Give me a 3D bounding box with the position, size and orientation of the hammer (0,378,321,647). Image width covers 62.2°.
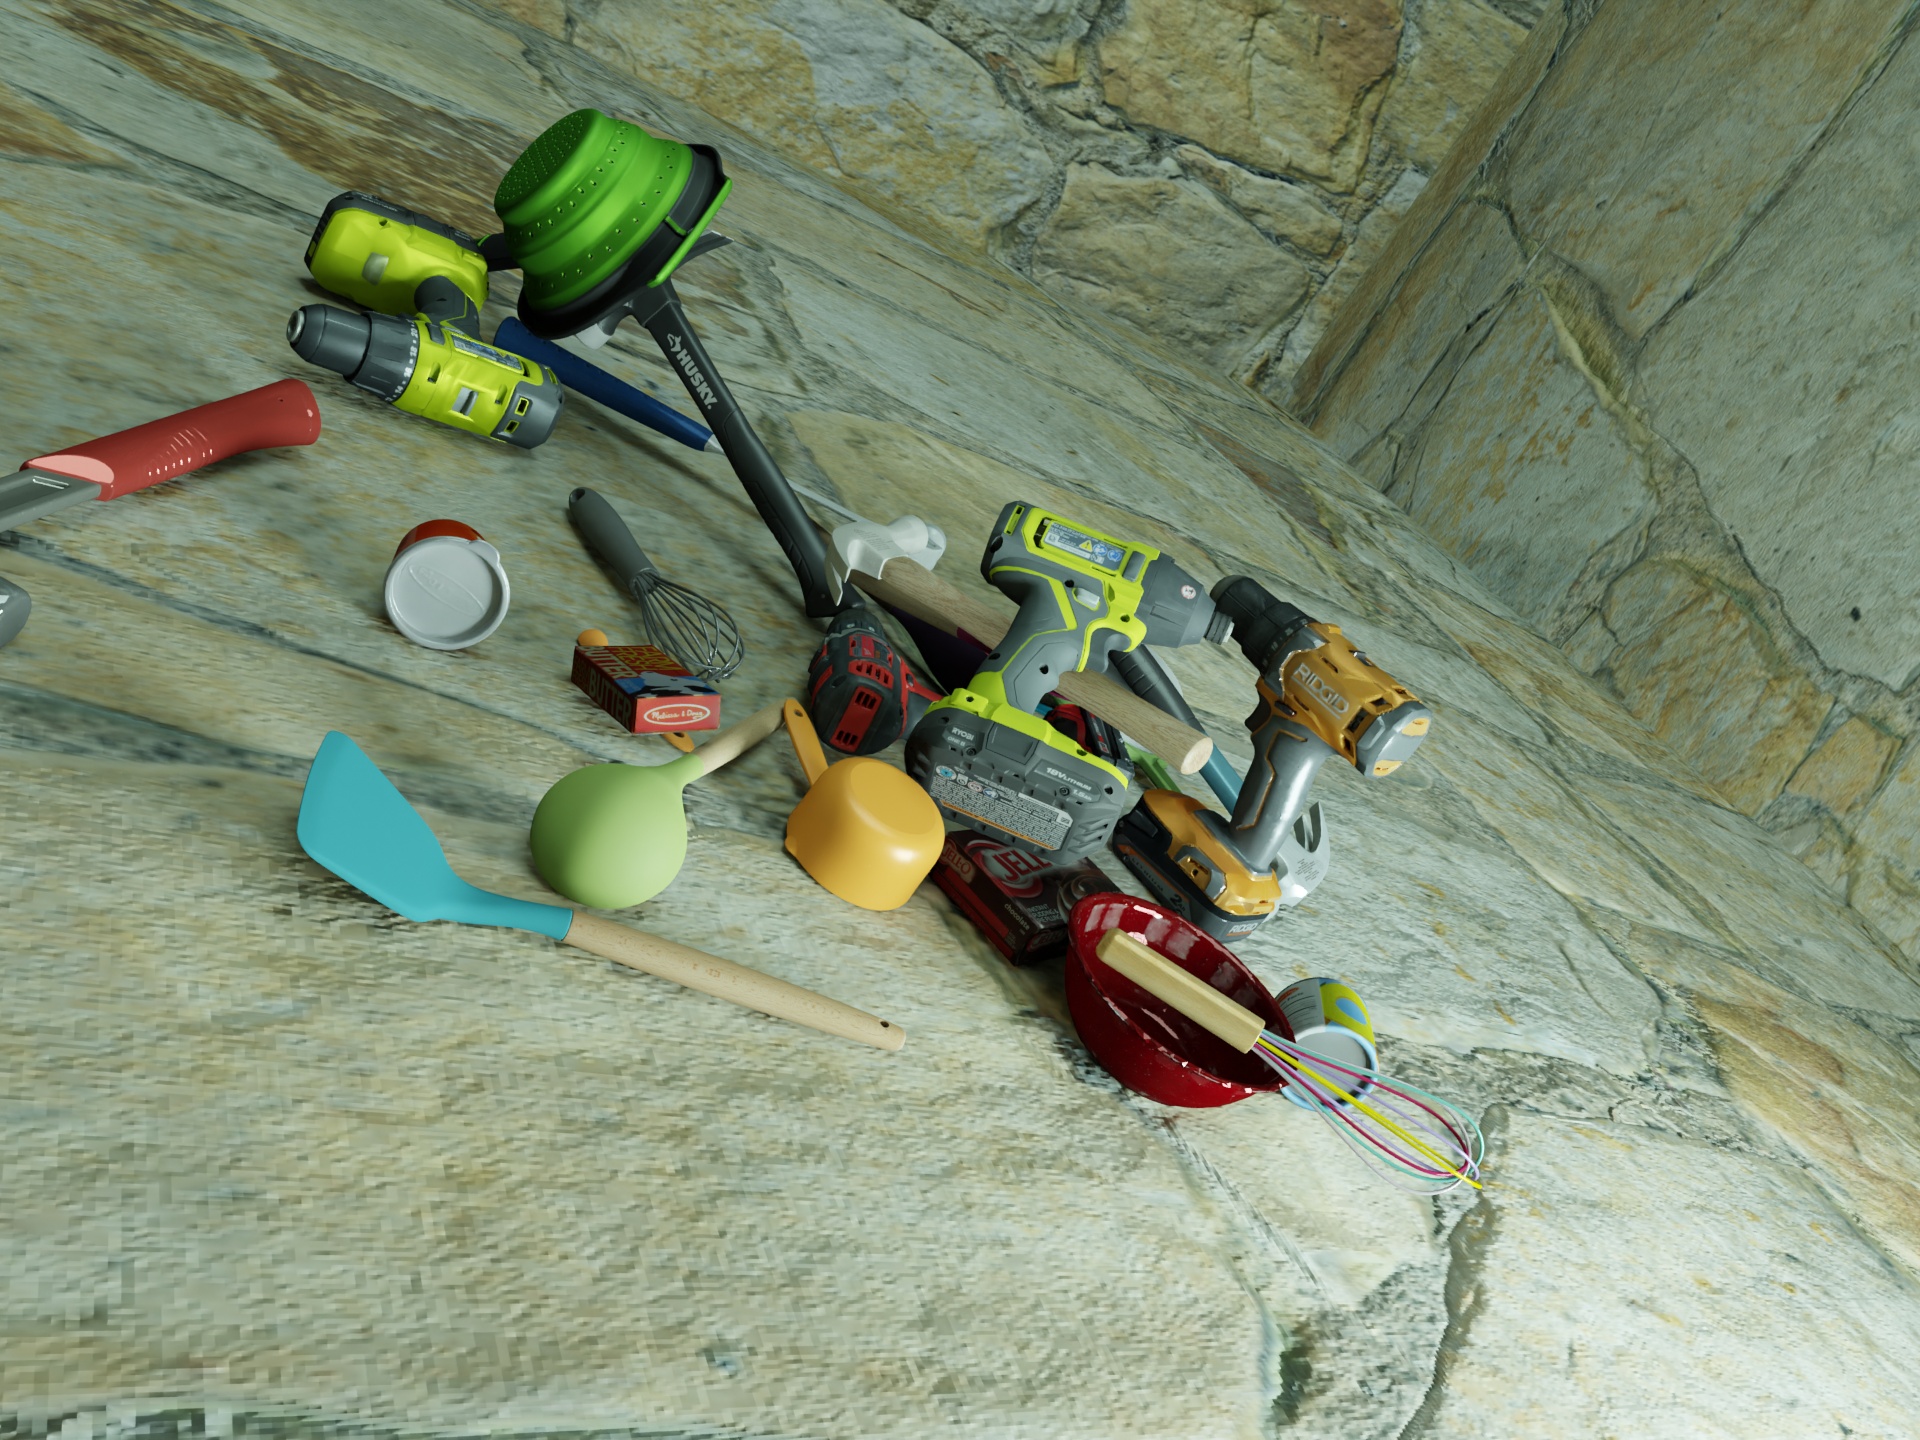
[{"bbox_3d":[-0.460,-0.140,0.846,0.149,0.036,0.359,31,23,-4],"label":"hammer"}]

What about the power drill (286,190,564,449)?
[{"bbox_3d":[-0.413,-0.301,1.184,0.190,0.080,0.229,14,32,-41],"label":"power drill"}]

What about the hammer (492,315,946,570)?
[{"bbox_3d":[-0.199,-0.226,1.318,0.405,0.035,0.144,27,14,-2],"label":"hammer"}]

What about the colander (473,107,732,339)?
[{"bbox_3d":[-0.343,-0.414,1.288,0.397,0.204,0.094,14,-23,48],"label":"colander"}]

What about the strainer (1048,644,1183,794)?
[{"bbox_3d":[0.160,0.000,1.323,0.151,0.069,0.257,20,26,-41],"label":"strainer"}]

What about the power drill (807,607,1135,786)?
[{"bbox_3d":[-0.002,-0.004,1.128,0.226,0.080,0.188,23,19,-13],"label":"power drill"}]

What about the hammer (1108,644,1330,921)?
[{"bbox_3d":[0.177,0.005,1.271,0.128,0.033,0.331,-19,67,-43],"label":"hammer"}]

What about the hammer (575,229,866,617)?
[{"bbox_3d":[-0.169,-0.222,1.232,0.335,0.146,0.035,58,20,8],"label":"hammer"}]

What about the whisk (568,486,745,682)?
[{"bbox_3d":[-0.212,-0.097,1.075,0.055,0.055,0.239,9,29,-45],"label":"whisk"}]

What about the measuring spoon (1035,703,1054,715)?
[{"bbox_3d":[0.061,-0.001,1.288,0.128,0.021,0.042,22,19,-47],"label":"measuring spoon"}]

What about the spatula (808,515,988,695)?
[{"bbox_3d":[-0.065,-0.102,1.285,0.018,0.059,0.316,-18,46,-35],"label":"spatula"}]

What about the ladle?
[{"bbox_3d":[-0.151,0.031,0.917,0.078,0.062,0.320,30,15,5],"label":"ladle"}]

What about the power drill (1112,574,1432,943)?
[{"bbox_3d":[0.202,0.023,1.140,0.084,0.226,0.186,4,36,-50],"label":"power drill"}]

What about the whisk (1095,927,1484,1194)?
[{"bbox_3d":[0.183,0.187,0.881,0.245,0.051,0.047,32,28,6],"label":"whisk"}]

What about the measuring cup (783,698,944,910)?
[{"bbox_3d":[-0.067,0.033,0.967,0.095,0.052,0.174,12,38,-39],"label":"measuring cup"}]

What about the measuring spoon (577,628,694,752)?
[{"bbox_3d":[-0.198,-0.021,0.980,0.117,0.011,0.021,44,25,25],"label":"measuring spoon"}]

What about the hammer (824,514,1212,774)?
[{"bbox_3d":[0.034,-0.056,1.122,0.331,0.031,0.130,34,32,27],"label":"hammer"}]

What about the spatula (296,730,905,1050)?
[{"bbox_3d":[-0.158,0.099,0.751,0.317,0.044,0.082,24,27,-24],"label":"spatula"}]

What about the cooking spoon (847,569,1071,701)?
[{"bbox_3d":[-0.017,-0.079,1.200,0.319,0.017,0.068,30,28,30],"label":"cooking spoon"}]

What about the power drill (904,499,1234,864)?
[{"bbox_3d":[0.071,-0.028,1.019,0.171,0.080,0.223,22,57,5],"label":"power drill"}]
